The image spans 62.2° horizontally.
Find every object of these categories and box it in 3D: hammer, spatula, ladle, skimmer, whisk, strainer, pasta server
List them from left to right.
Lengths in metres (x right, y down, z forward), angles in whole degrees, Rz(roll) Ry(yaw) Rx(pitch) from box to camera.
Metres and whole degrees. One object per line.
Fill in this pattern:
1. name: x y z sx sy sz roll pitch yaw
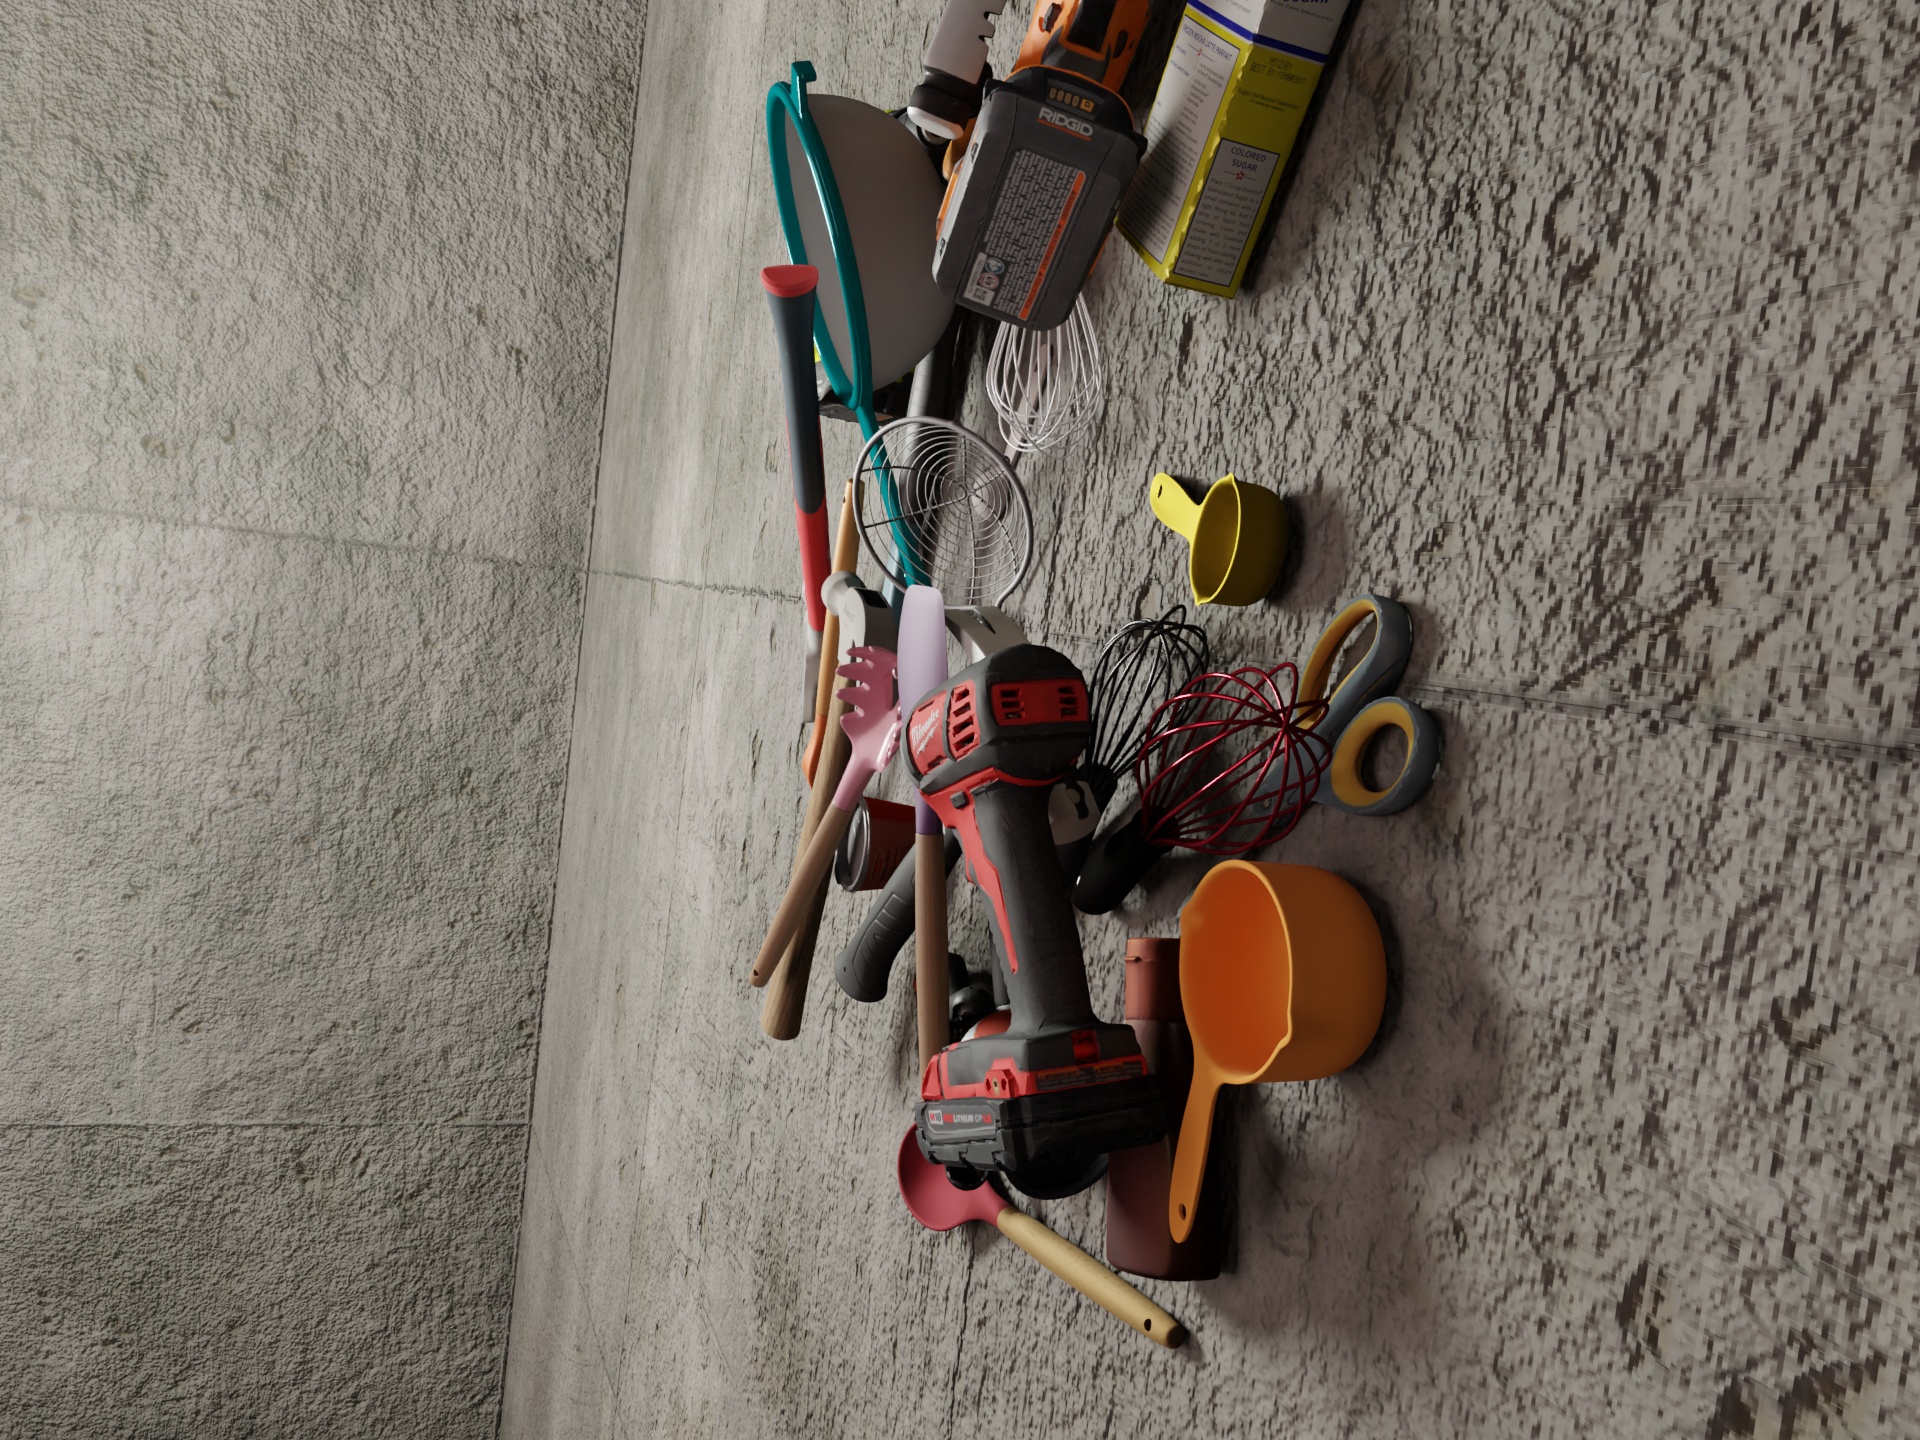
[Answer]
1. hammer: -0.109 -0.158 1.148 0.386 0.038 0.143 91 178 -55
2. pasta server: -0.089 0.073 1.017 0.060 0.040 0.316 48 131 25
3. hammer: -0.094 0.071 1.096 0.130 0.031 0.331 -131 51 -62
4. spatula: -0.088 -0.028 1.180 0.081 0.041 0.322 -120 34 -53
5. strainer: -0.039 -0.258 1.057 0.211 0.095 0.340 -154 47 -78
6. hammer: -0.035 -0.157 1.149 0.128 0.033 0.331 -144 62 -64
7. spatula: -0.017 0.085 0.859 0.060 0.018 0.316 14 108 61
8. hammer: -0.017 0.074 0.917 0.334 0.035 0.146 -59 44 51
9. skimmer: -0.002 -0.003 0.947 0.127 0.090 0.363 -19 66 38
10. hammer: 0.009 -0.377 0.940 0.337 0.034 0.127 -91 23 -82
11. ladle: 0.036 0.280 0.871 0.315 0.031 0.069 2 80 67
12. whisk: 0.052 -0.280 0.937 0.070 0.070 0.285 138 138 -60
13. whisk: 0.071 0.029 0.822 0.238 0.055 0.055 112 154 -46
14. whisk: 0.092 0.044 0.709 0.295 0.073 0.073 117 152 -68

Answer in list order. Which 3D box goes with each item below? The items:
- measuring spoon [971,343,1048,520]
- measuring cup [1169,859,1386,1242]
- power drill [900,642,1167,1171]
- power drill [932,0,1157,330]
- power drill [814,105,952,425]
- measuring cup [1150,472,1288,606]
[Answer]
1. measuring spoon: 0.030 -0.183 1.008 0.034 0.018 0.124 -112 35 -50
2. measuring cup: 0.124 0.139 0.650 0.095 0.052 0.173 -130 45 -62
3. power drill: 0.019 0.086 0.725 0.143 0.078 0.220 151 113 -64
4. power drill: 0.058 -0.330 0.816 0.164 0.084 0.227 117 170 -54
5. power drill: -0.063 -0.348 1.209 0.191 0.080 0.228 -162 81 -69
6. measuring cup: 0.121 -0.096 0.762 0.157 0.029 0.062 -109 30 -69
